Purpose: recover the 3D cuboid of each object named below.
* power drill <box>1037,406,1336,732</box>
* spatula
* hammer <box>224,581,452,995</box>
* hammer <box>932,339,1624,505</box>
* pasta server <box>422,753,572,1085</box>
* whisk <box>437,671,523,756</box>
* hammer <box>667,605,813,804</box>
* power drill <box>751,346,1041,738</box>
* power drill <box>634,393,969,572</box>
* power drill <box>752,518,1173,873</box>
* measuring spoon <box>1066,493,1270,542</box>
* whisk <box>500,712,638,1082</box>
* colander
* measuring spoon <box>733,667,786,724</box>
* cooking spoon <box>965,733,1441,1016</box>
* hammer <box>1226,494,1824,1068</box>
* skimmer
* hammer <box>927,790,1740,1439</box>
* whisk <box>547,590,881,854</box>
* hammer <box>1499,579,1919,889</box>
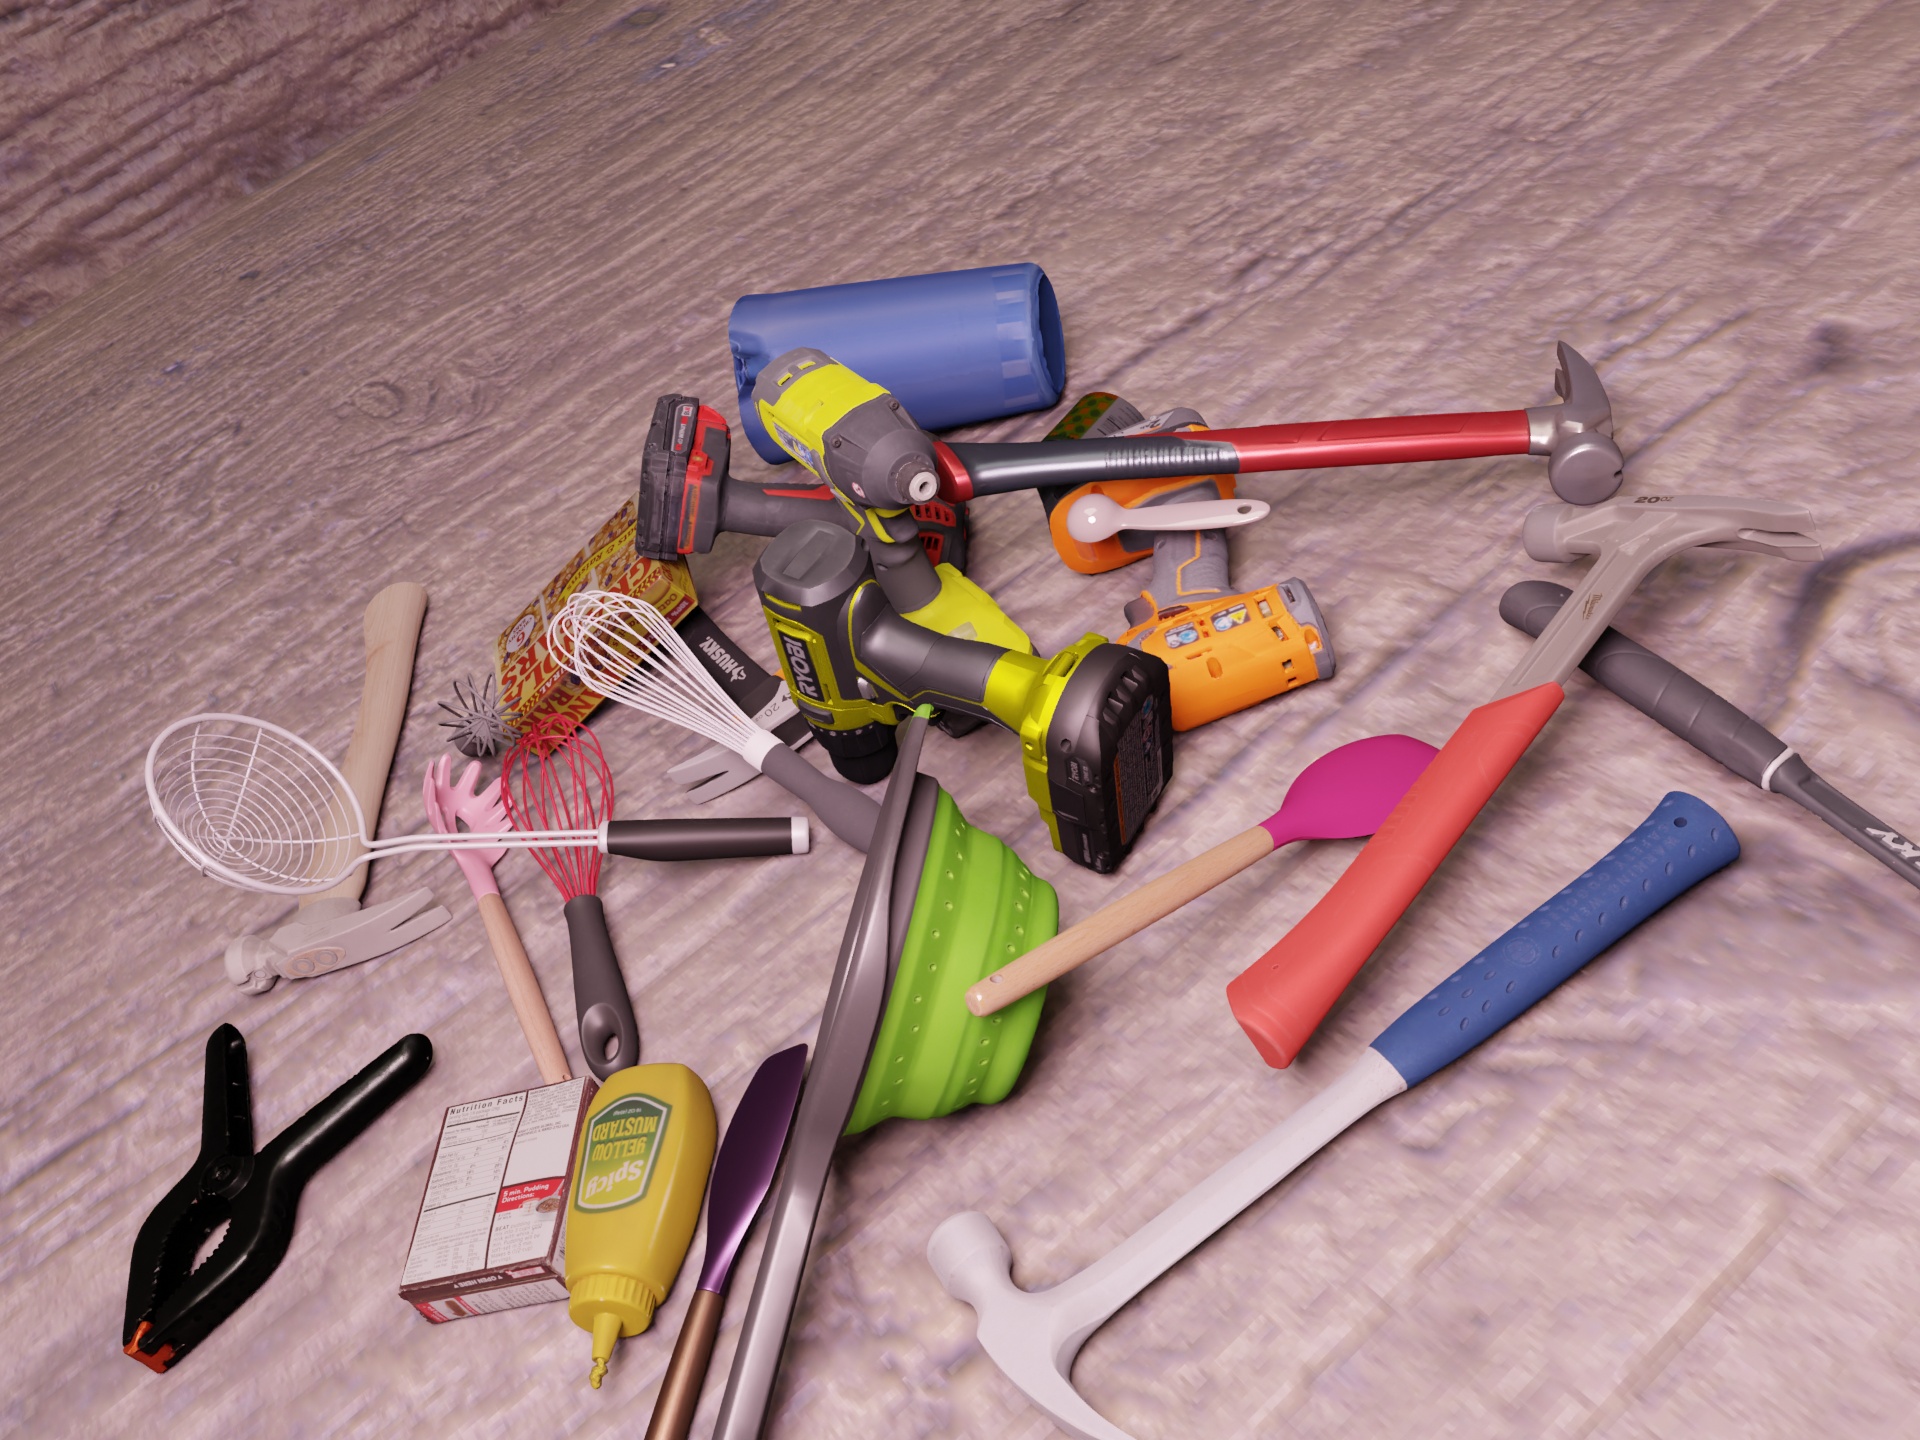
[{"bbox_3d":[0.115,-0.083,0.969,0.164,0.084,0.227,-21,44,7],"label":"power drill"},{"bbox_3d":[-0.125,0.290,0.733,0.060,0.018,0.316,-30,33,39],"label":"spatula"},{"bbox_3d":[-0.427,0.021,1.175,0.146,0.038,0.411,-19,40,6],"label":"hammer"},{"bbox_3d":[0.174,-0.167,0.937,0.386,0.038,0.143,-1,37,12],"label":"hammer"},{"bbox_3d":[-0.283,0.123,0.987,0.040,0.060,0.317,-58,41,16],"label":"pasta server"},{"bbox_3d":[-0.321,0.004,1.051,0.055,0.055,0.239,-42,8,-18],"label":"whisk"},{"bbox_3d":[-0.192,-0.058,1.131,0.146,0.035,0.335,-41,40,-8],"label":"hammer"},{"bbox_3d":[-0.033,-0.103,0.953,0.080,0.223,0.171,-35,40,-11],"label":"power drill"},{"bbox_3d":[-0.106,-0.168,1.125,0.226,0.080,0.188,8,34,-8],"label":"power drill"},{"bbox_3d":[-0.001,-0.003,0.885,0.229,0.190,0.080,22,57,25],"label":"power drill"},{"bbox_3d":[0.120,-0.125,0.936,0.124,0.018,0.034,0,54,24],"label":"measuring spoon"},{"bbox_3d":[-0.235,0.101,0.974,0.073,0.073,0.296,-26,46,0],"label":"whisk"},{"bbox_3d":[-0.028,0.192,0.732,0.094,0.204,0.397,16,65,-4],"label":"colander"},{"bbox_3d":[-0.110,-0.034,1.090,0.117,0.011,0.021,-43,40,-14],"label":"measuring spoon"},{"bbox_3d":[0.128,0.067,0.765,0.319,0.017,0.069,-24,37,-32],"label":"cooking spoon"},{"bbox_3d":[0.250,0.019,0.744,0.359,0.036,0.149,-47,30,-20],"label":"hammer"},{"bbox_3d":[-0.270,0.048,0.922,0.363,0.090,0.127,-1,37,-5],"label":"skimmer"},{"bbox_3d":[0.183,0.163,0.698,0.405,0.035,0.144,-34,40,-10],"label":"hammer"},{"bbox_3d":[-0.143,0.001,0.975,0.285,0.070,0.070,34,65,21],"label":"whisk"},{"bbox_3d":[0.373,0.033,0.708,0.149,0.036,0.409,-2,29,-20],"label":"hammer"}]
